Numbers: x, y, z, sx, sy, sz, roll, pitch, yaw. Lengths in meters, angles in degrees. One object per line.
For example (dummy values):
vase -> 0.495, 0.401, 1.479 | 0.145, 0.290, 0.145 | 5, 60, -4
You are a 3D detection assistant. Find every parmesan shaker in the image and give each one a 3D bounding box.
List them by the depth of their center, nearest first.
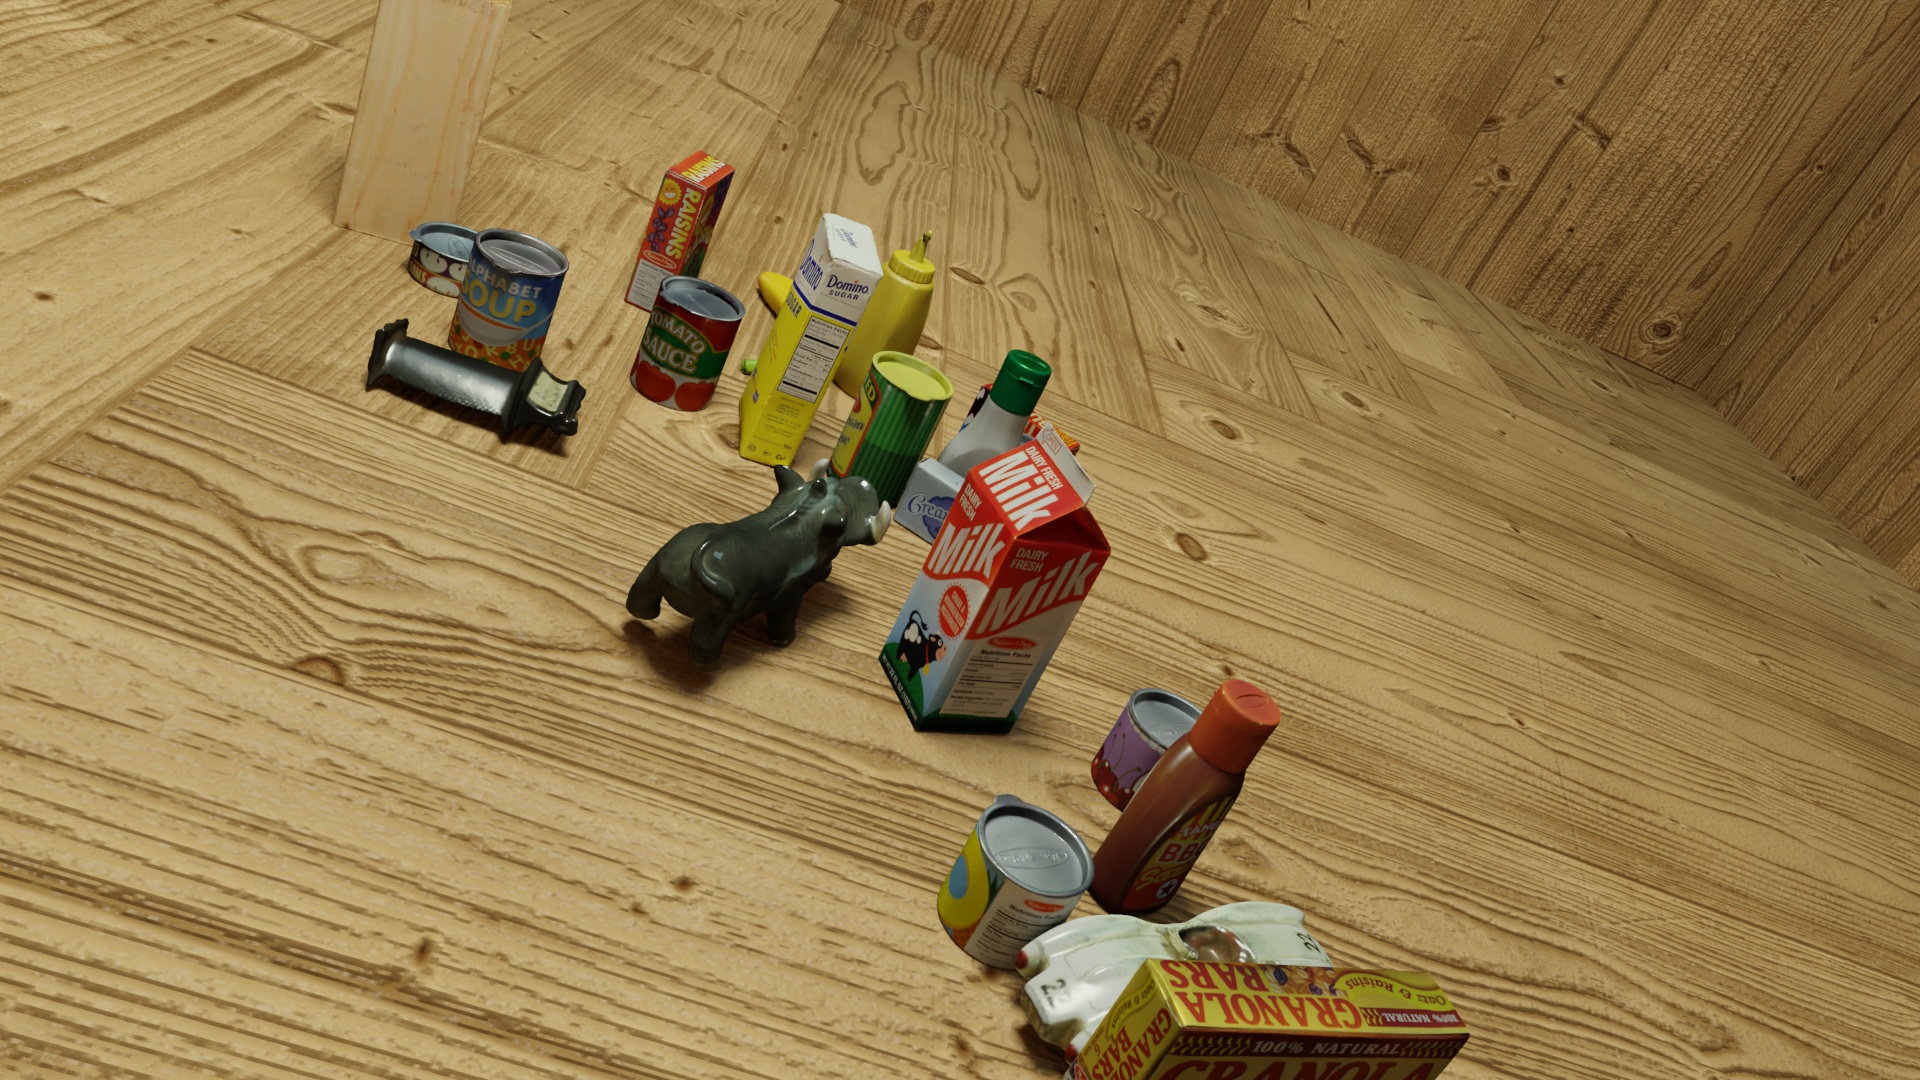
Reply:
parmesan shaker -> -0.055, -0.082, 1.060 | 0.071, 0.102, 0.071 | 21, 28, -11

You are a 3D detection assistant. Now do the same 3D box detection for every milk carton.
milk carton -> 0.026, 0.024, 0.850 | 0.073, 0.189, 0.072 | 8, 32, -32

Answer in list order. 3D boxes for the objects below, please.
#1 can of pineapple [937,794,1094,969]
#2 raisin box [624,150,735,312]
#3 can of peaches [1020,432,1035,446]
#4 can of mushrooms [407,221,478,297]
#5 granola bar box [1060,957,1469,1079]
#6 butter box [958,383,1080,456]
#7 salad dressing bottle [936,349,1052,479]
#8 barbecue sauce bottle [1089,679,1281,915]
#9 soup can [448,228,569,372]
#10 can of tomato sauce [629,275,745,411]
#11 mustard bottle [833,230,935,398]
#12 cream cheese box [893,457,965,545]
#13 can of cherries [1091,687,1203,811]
can of pineapple -> 0.028, 0.179, 0.728 | 0.071, 0.057, 0.071 | 21, 28, -11
raisin box -> -0.240, -0.263, 1.190 | 0.040, 0.122, 0.086 | 25, 27, -3
can of peaches -> 0.042, -0.050, 1.137 | 0.071, 0.057, 0.071 | 21, 28, -11
can of mushrooms -> -0.393, -0.217, 1.075 | 0.071, 0.033, 0.071 | 21, 28, -11
granola bar box -> 0.130, 0.246, 0.628 | 0.166, 0.123, 0.039 | 11, 31, -27
butter box -> 0.052, -0.089, 1.218 | 0.104, 0.053, 0.024 | 38, 29, 21
salad dressing bottle -> 0.024, -0.075, 1.068 | 0.064, 0.147, 0.044 | 21, 27, -11
barbecue sauce bottle -> 0.126, 0.144, 0.776 | 0.065, 0.147, 0.044 | -1, 38, -42
soup can -> -0.326, -0.170, 0.997 | 0.071, 0.083, 0.072 | 21, 28, -11
can of tomato sauce -> -0.211, -0.150, 1.063 | 0.071, 0.082, 0.071 | 21, 28, -11
mustard bottle -> -0.057, -0.198, 1.195 | 0.049, 0.159, 0.065 | 39, 29, 22
cream cheese box -> 0.004, -0.013, 1.044 | 0.104, 0.053, 0.024 | 33, 28, 12
can of cherries -> 0.125, 0.139, 0.882 | 0.071, 0.058, 0.072 | 21, 28, -11
